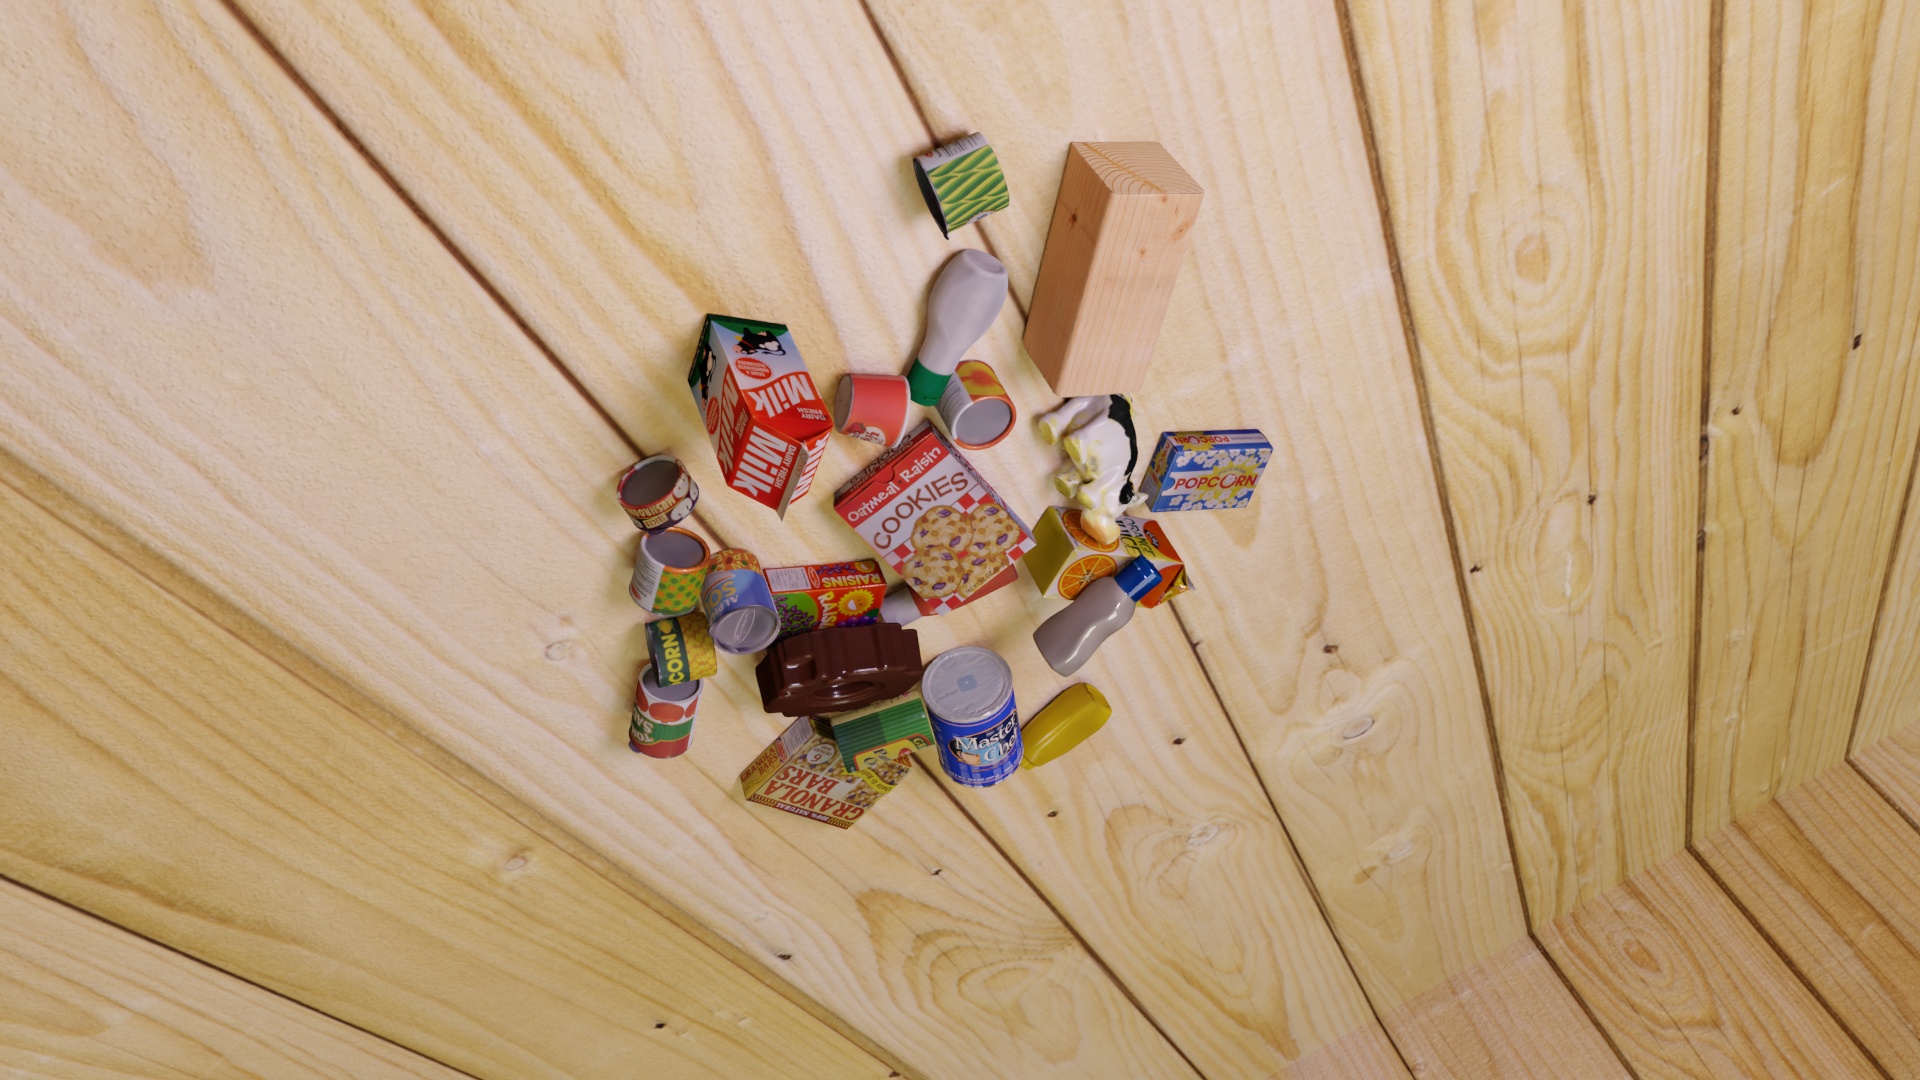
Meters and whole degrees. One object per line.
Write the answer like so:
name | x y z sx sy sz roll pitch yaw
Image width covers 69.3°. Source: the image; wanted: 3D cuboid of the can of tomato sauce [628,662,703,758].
can of tomato sauce | -0.304 0.173 1.427 0.071 0.071 0.082 -2 131 -25

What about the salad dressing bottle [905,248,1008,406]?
salad dressing bottle | -0.008 -0.188 1.244 0.064 0.044 0.147 6 130 -32

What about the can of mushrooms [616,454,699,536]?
can of mushrooms | -0.269 -0.041 1.232 0.071 0.071 0.033 -25 136 -2

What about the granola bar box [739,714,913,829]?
granola bar box | -0.155 0.272 1.622 0.124 0.039 0.165 -44 135 18

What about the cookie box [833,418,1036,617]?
cookie box | -0.025 -0.020 1.364 0.123 0.040 0.167 -38 117 11

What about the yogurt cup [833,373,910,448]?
yogurt cup | -0.081 -0.120 1.258 0.054 0.073 0.072 8 128 -22

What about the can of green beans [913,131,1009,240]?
can of green beans | 0.001 -0.291 1.129 0.058 0.071 0.071 -24 138 -4

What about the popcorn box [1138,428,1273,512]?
popcorn box | 0.265 -0.075 1.497 0.127 0.038 0.084 -4 134 -25

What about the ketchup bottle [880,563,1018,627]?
ketchup bottle | -0.015 0.048 1.471 0.149 0.044 0.064 -27 139 -1

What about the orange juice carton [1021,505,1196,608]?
orange juice carton | 0.171 0.021 1.519 0.193 0.072 0.072 7 128 -32

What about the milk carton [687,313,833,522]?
milk carton | -0.161 -0.102 1.138 0.073 0.191 0.072 4 130 -30

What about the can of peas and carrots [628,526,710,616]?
can of peas and carrots | -0.271 0.028 1.304 0.071 0.071 0.058 1 130 -28

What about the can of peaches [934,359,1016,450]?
can of peaches | 0.015 -0.127 1.303 0.071 0.058 0.070 -14 136 -14

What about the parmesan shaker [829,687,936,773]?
parmesan shaker | -0.086 0.211 1.536 0.103 0.071 0.071 -18 137 -6

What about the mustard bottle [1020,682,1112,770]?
mustard bottle | 0.111 0.240 1.720 0.160 0.049 0.065 -39 136 14

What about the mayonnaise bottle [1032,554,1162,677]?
mayonnaise bottle | 0.146 0.076 1.461 0.148 0.065 0.041 -42 135 12

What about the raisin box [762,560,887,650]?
raisin box | -0.145 0.066 1.425 0.124 0.040 0.085 -4 133 -23

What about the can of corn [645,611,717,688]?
can of corn | -0.276 0.108 1.376 0.058 0.071 0.070 -12 136 -18

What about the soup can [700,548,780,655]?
soup can | -0.219 0.058 1.346 0.071 0.084 0.071 -14 136 -14
